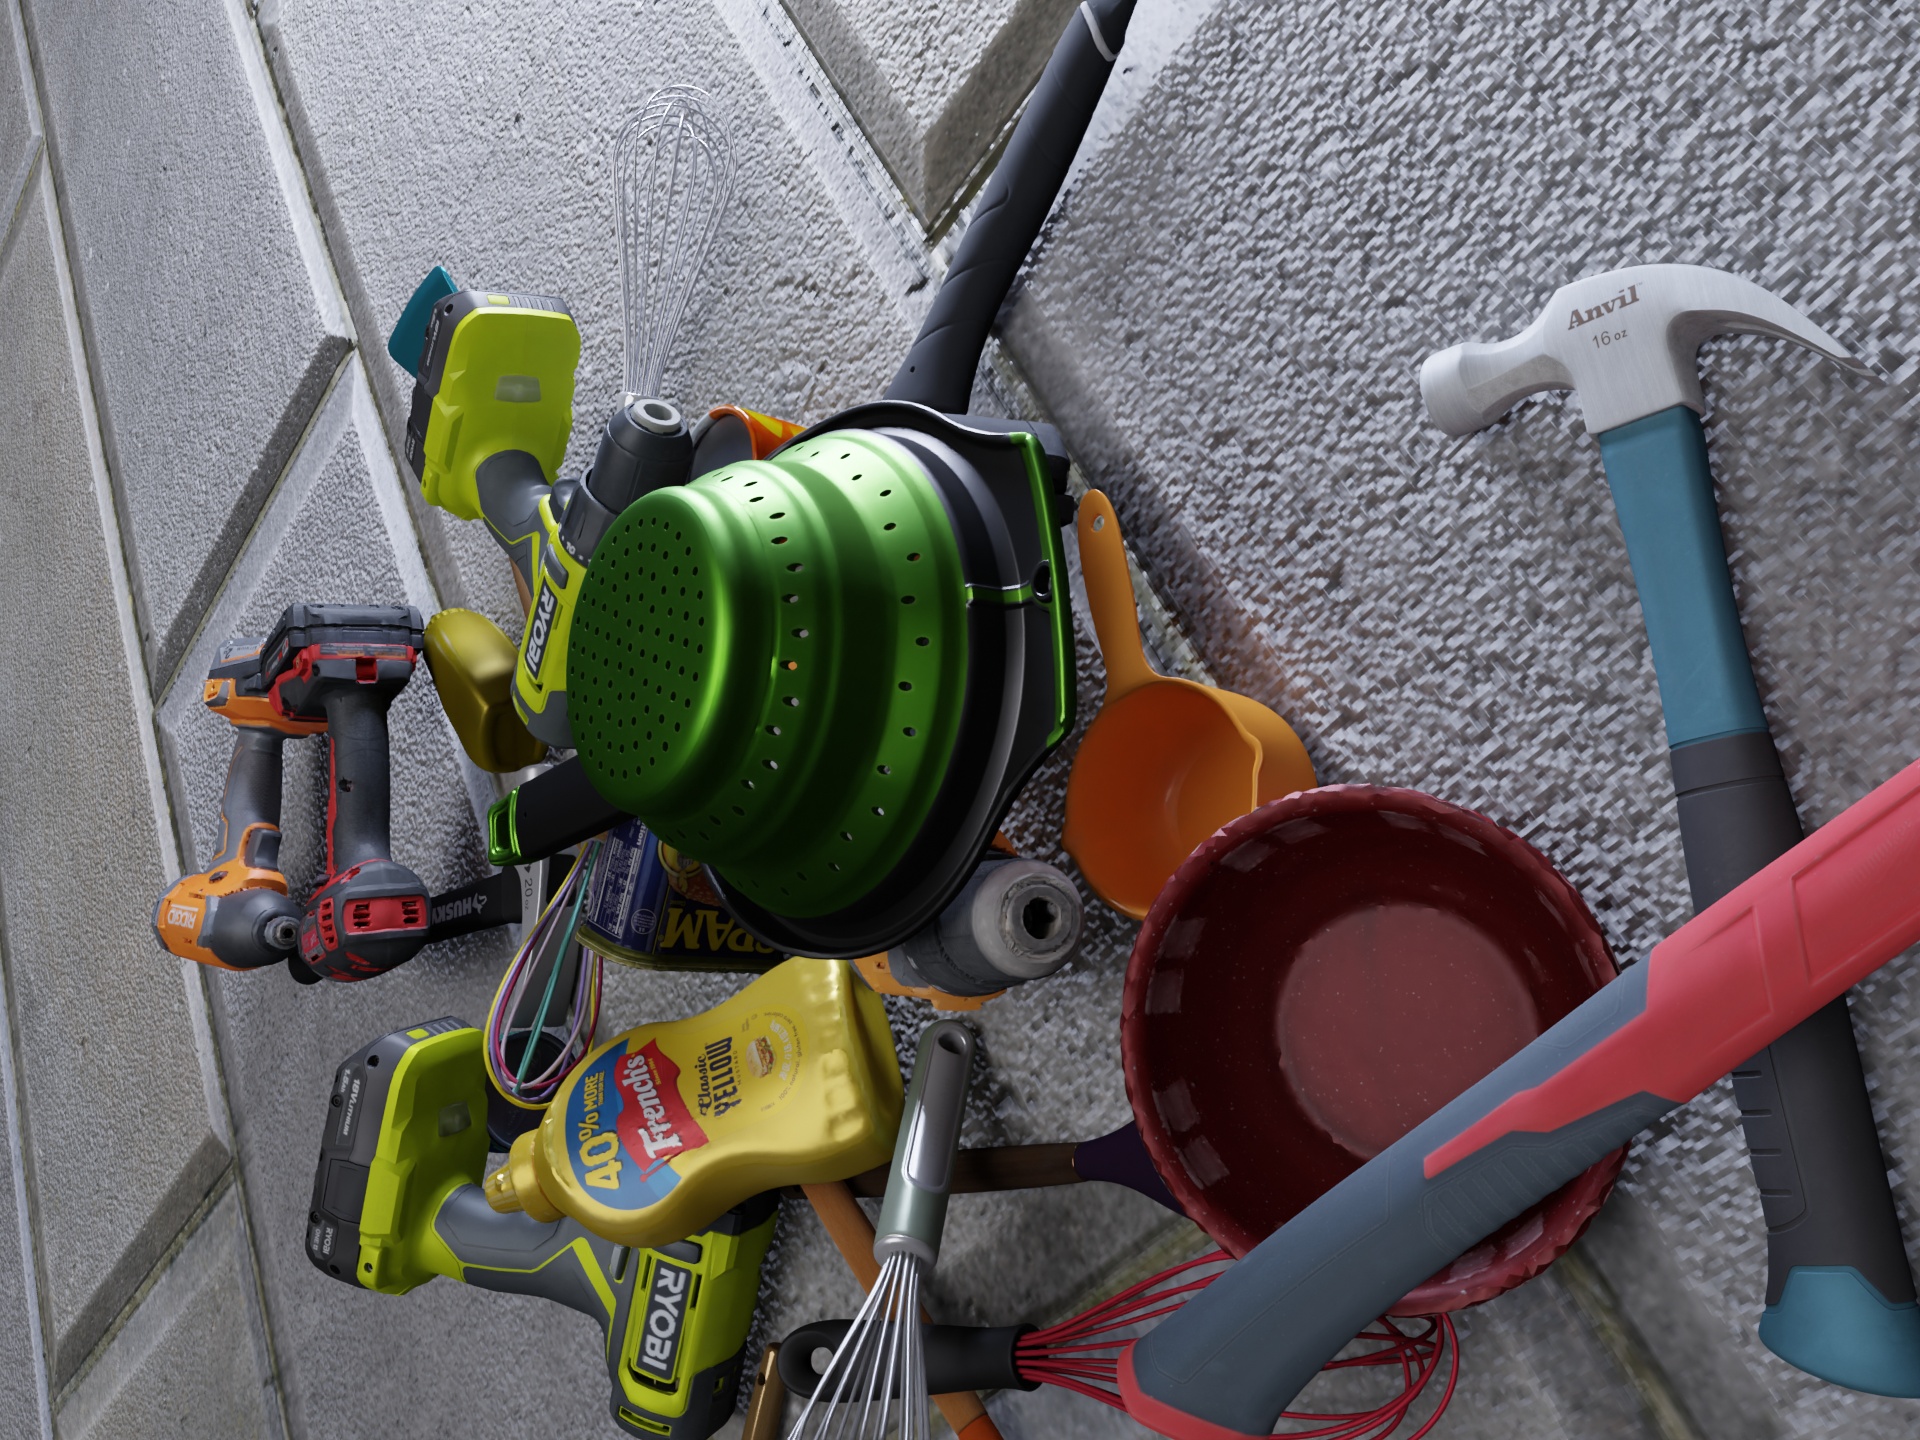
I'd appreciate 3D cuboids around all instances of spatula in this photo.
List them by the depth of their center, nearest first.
[{"bbox_3d":[0.032,0.182,0.641,0.316,0.018,0.060,-18,82,41],"label":"spatula"},{"bbox_3d":[-0.013,0.265,0.645,0.081,0.041,0.323,-48,58,13],"label":"spatula"},{"bbox_3d":[-0.292,-0.140,0.988,0.082,0.044,0.318,-41,59,34],"label":"spatula"}]

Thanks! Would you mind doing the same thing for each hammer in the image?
[{"bbox_3d":[0.181,0.071,0.432,0.386,0.038,0.143,-43,64,19],"label":"hammer"},{"bbox_3d":[0.224,0.020,0.466,0.128,0.033,0.331,-19,71,42],"label":"hammer"},{"bbox_3d":[0.064,-0.313,0.671,0.149,0.036,0.409,44,114,40],"label":"hammer"},{"bbox_3d":[-0.340,0.134,1.002,0.335,0.035,0.146,-18,71,42],"label":"hammer"}]

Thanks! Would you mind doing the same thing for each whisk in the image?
[{"bbox_3d":[0.040,0.229,0.576,0.296,0.073,0.073,-18,71,36],"label":"whisk"},{"bbox_3d":[-0.022,0.205,0.590,0.247,0.058,0.059,-76,9,-52],"label":"whisk"},{"bbox_3d":[-0.185,0.083,0.794,0.051,0.047,0.245,105,175,-48],"label":"whisk"},{"bbox_3d":[-0.174,-0.204,0.878,0.070,0.070,0.284,19,102,44],"label":"whisk"}]

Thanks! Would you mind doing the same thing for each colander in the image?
[{"bbox_3d":[-0.126,0.002,0.614,0.397,0.094,0.205,-22,68,46],"label":"colander"}]

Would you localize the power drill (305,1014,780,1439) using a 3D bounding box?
[{"bbox_3d":[-0.198,0.231,0.778,0.223,0.080,0.171,13,94,19],"label":"power drill"}]

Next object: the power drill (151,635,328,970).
[{"bbox_3d":[-0.479,0.060,1.100,0.164,0.084,0.226,0,76,44],"label":"power drill"}]

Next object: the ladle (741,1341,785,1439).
[{"bbox_3d":[-0.116,0.446,0.744,0.069,0.031,0.315,13,91,46],"label":"ladle"}]

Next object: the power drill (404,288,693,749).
[{"bbox_3d":[-0.210,-0.125,0.824,0.229,0.080,0.190,55,134,34],"label":"power drill"}]

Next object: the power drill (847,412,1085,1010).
[{"bbox_3d":[-0.001,-0.002,0.618,0.185,0.084,0.226,156,115,-72],"label":"power drill"}]

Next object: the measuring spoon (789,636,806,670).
[{"bbox_3d":[-0.066,-0.037,0.773,0.117,0.011,0.021,-14,74,43],"label":"measuring spoon"}]

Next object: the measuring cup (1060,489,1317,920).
[{"bbox_3d":[0.080,-0.007,0.600,0.095,0.052,0.174,-31,60,39],"label":"measuring cup"}]

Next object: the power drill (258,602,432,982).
[{"bbox_3d":[-0.372,0.049,0.967,0.143,0.078,0.220,-26,69,54],"label":"power drill"}]
